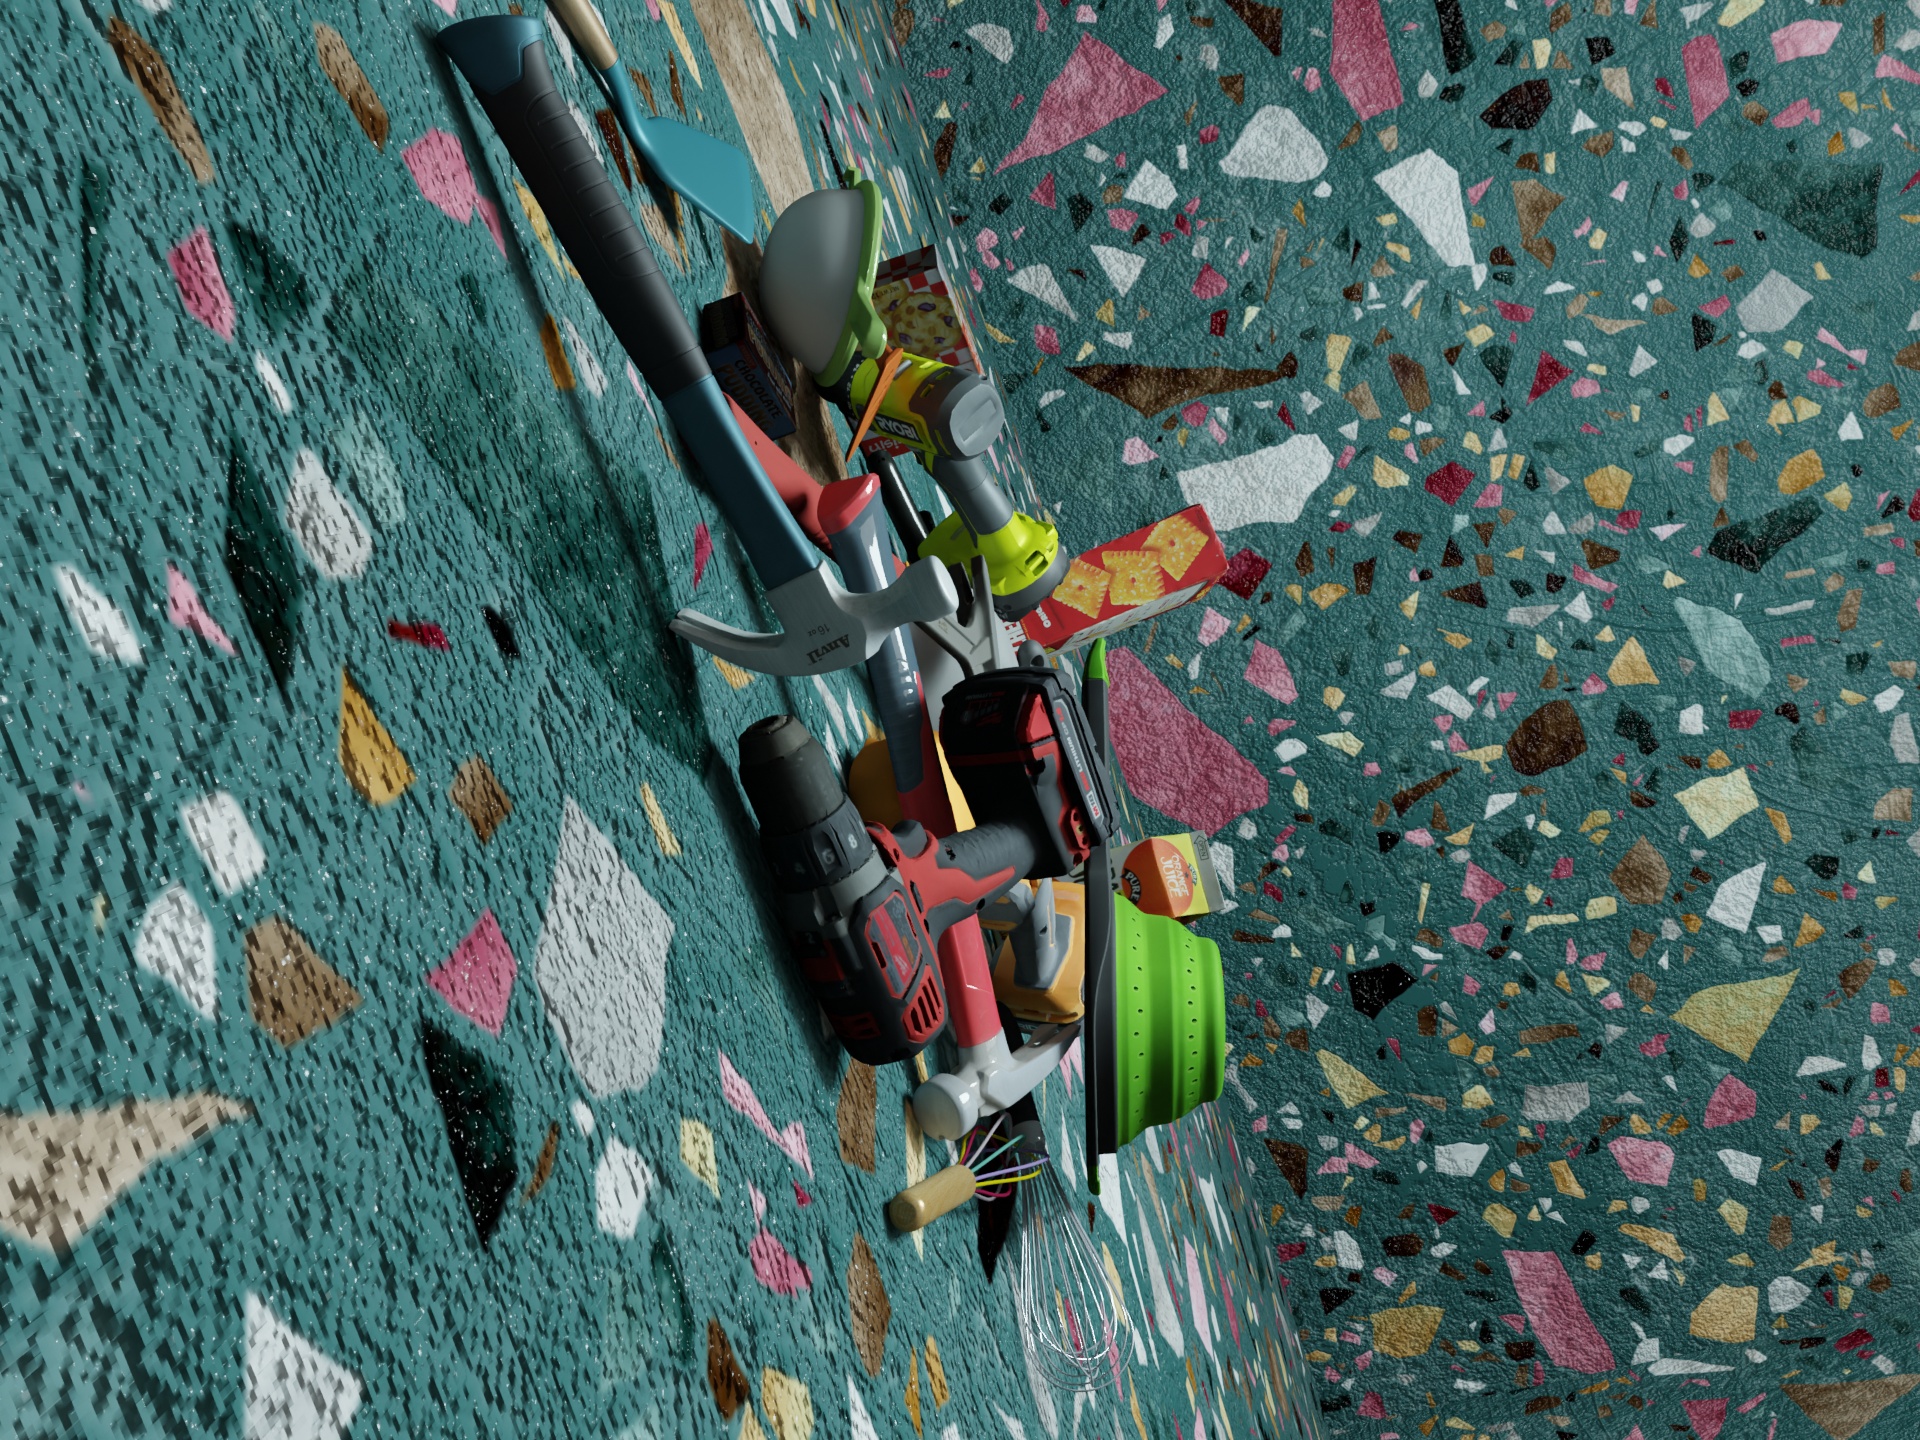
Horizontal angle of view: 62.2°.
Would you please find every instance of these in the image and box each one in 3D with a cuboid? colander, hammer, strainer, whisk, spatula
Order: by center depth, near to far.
[{"bbox_3d":[-0.132,-0.167,0.732,0.330,0.128,0.033,61,12,-16],"label":"hammer"},{"bbox_3d":[-0.200,-0.394,0.887,0.317,0.044,0.082,55,24,-59],"label":"spatula"},{"bbox_3d":[0.001,0.270,0.940,0.047,0.051,0.245,54,9,15],"label":"whisk"},{"bbox_3d":[-0.013,0.043,0.955,0.143,0.038,0.386,-22,102,-53],"label":"hammer"},{"bbox_3d":[-0.062,-0.112,1.016,0.358,0.037,0.149,39,39,-56],"label":"hammer"},{"bbox_3d":[0.056,0.318,1.101,0.070,0.070,0.285,61,11,-52],"label":"whisk"},{"bbox_3d":[-0.100,-0.301,1.113,0.257,0.069,0.151,-112,-143,-61],"label":"strainer"},{"bbox_3d":[0.134,0.128,1.122,0.204,0.094,0.397,75,15,-70],"label":"colander"},{"bbox_3d":[-0.002,-0.004,1.198,0.341,0.095,0.210,-89,161,-64],"label":"strainer"},{"bbox_3d":[-0.081,-0.309,1.203,0.323,0.041,0.081,-107,-145,-46],"label":"spatula"},{"bbox_3d":[0.079,0.009,1.370,0.238,0.055,0.055,72,7,-52],"label":"whisk"}]

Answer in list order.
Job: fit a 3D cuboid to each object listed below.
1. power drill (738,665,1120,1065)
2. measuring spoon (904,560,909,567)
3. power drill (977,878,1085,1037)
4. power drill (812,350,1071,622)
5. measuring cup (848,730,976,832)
[{"bbox_3d":[-0.019,0.048,0.854,0.227,0.080,0.187,-40,115,-45],"label":"power drill"},{"bbox_3d":[-0.042,-0.100,1.403,0.021,0.011,0.117,60,13,-46],"label":"measuring spoon"},{"bbox_3d":[0.062,0.116,1.217,0.226,0.084,0.185,71,31,-46],"label":"power drill"},{"bbox_3d":[-0.018,-0.197,1.268,0.191,0.080,0.228,27,-23,44],"label":"power drill"},{"bbox_3d":[-0.002,0.042,1.055,0.173,0.052,0.095,-19,89,-56],"label":"measuring cup"}]
